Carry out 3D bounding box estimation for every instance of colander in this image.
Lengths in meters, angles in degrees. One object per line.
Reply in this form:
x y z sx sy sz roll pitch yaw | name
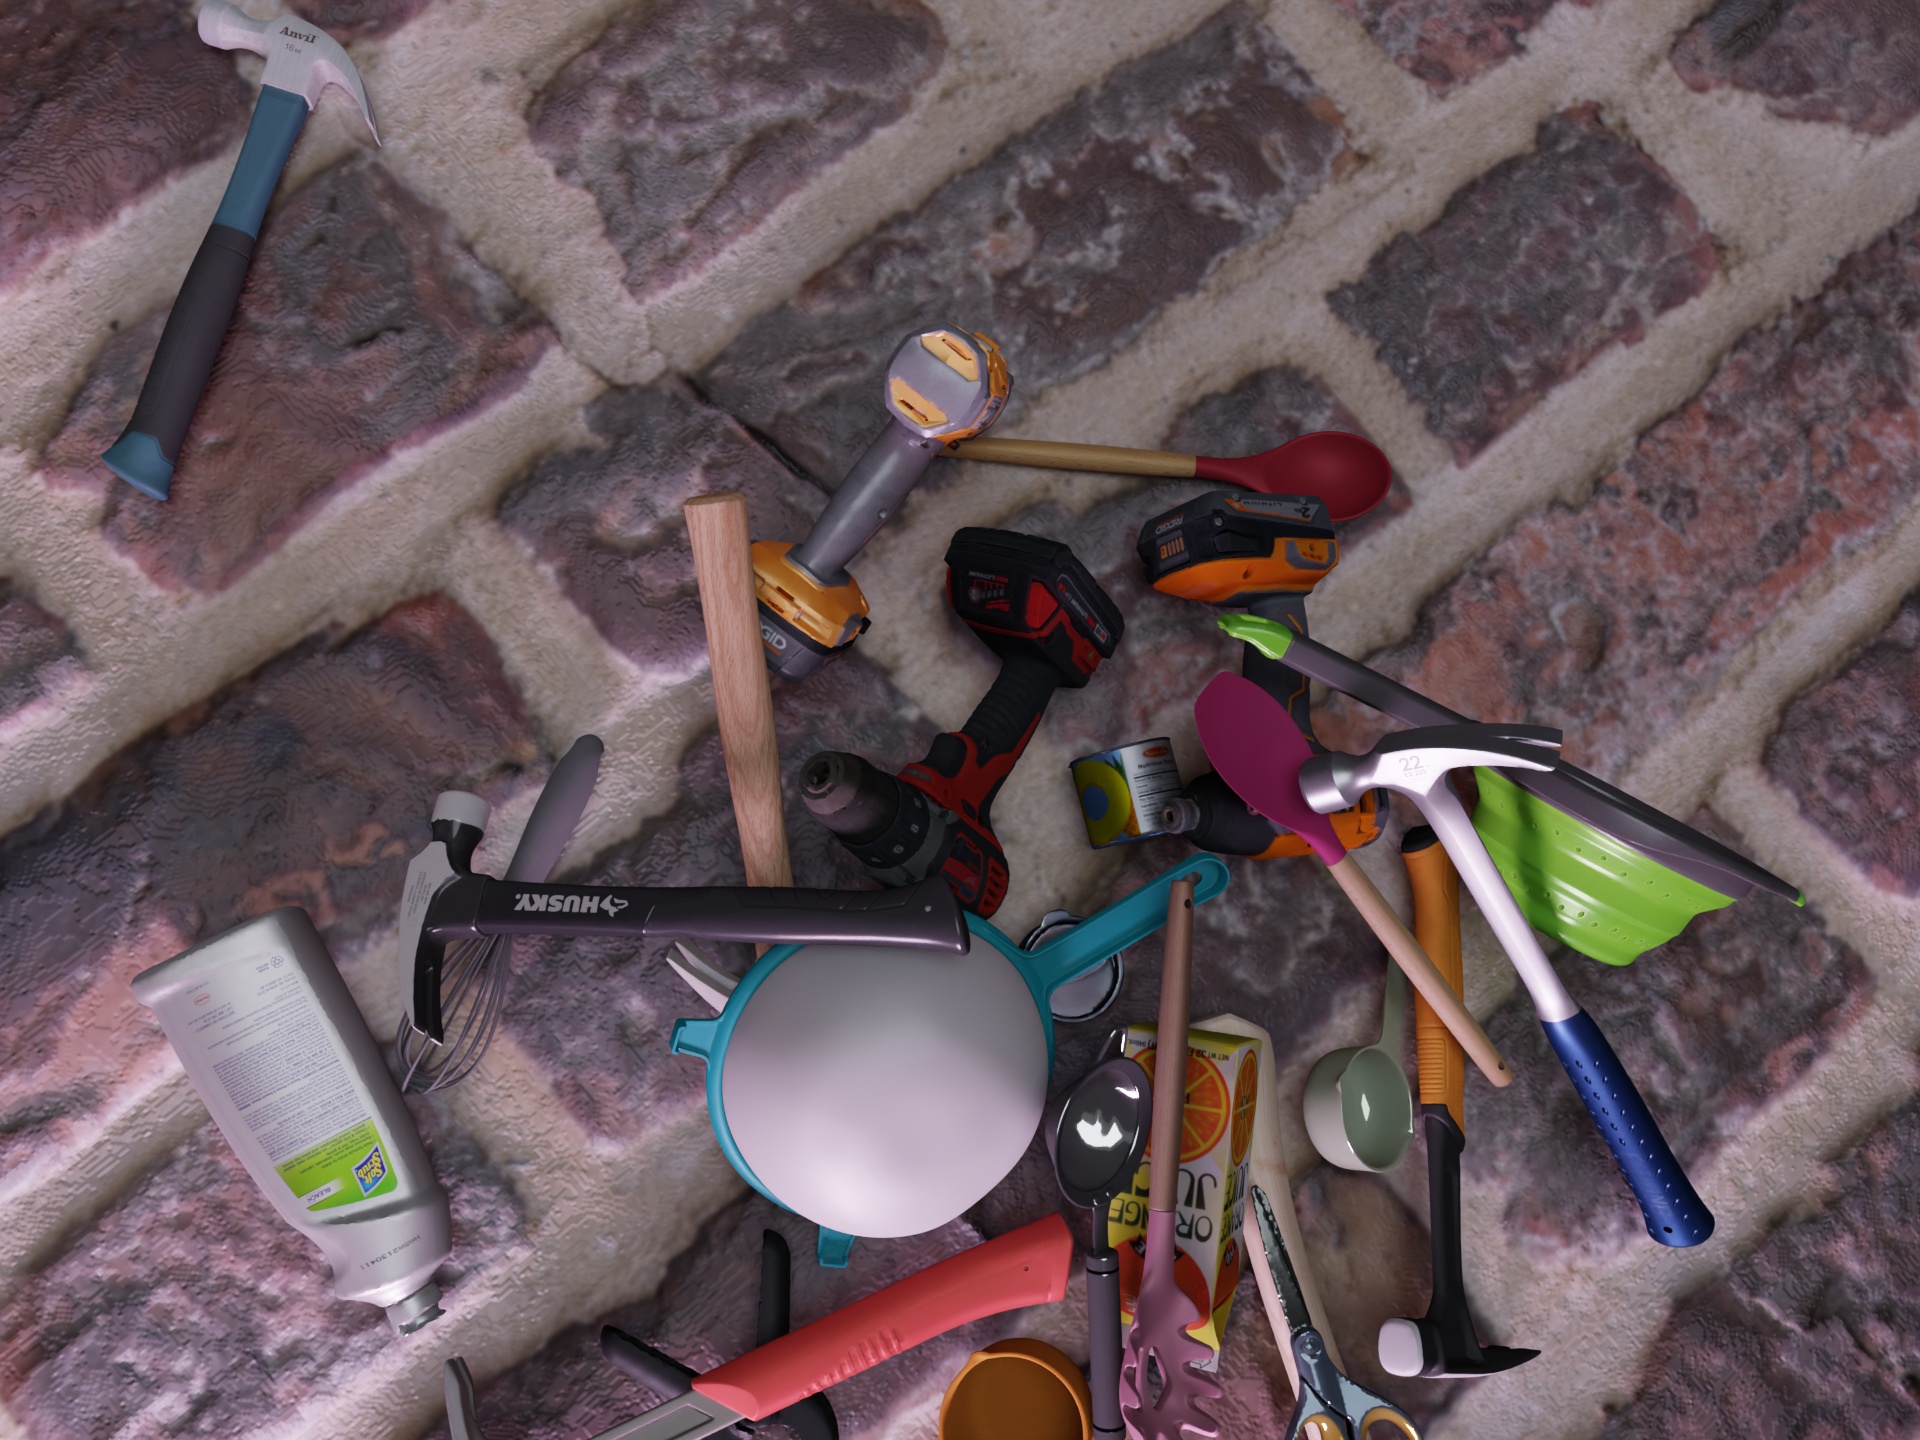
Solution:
0.314 0.053 0.971 0.397 0.205 0.094 25 101 -12 | colander

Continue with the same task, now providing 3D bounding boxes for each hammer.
0.358 0.166 0.946 0.405 0.144 0.035 55 42 -19 | hammer
0.204 0.385 0.976 0.146 0.038 0.411 -15 82 -8 | hammer
0.308 0.232 1.002 0.127 0.034 0.337 16 69 -37 | hammer
-0.104 0.361 0.905 0.359 0.036 0.149 -23 74 -9 | hammer
-0.470 -0.299 1.015 0.128 0.033 0.331 16 79 -3 | hammer
-0.158 0.113 0.891 0.335 0.035 0.146 0 62 12 | hammer
-0.123 0.033 0.929 0.130 0.031 0.331 -4 106 9 | hammer

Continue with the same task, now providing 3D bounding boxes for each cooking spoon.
0.240 0.102 0.956 0.318 0.017 0.069 51 58 -11 | cooking spoon

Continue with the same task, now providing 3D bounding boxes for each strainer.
0.077 0.296 0.896 0.086 0.050 0.258 -5 93 -45 | strainer
0.020 0.183 0.909 0.340 0.095 0.210 -30 111 -4 | strainer

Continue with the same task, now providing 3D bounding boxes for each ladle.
0.132 -0.172 1.071 0.315 0.031 0.069 4 70 -4 | ladle

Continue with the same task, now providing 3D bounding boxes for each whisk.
-0.274 0.114 0.958 0.055 0.055 0.239 24 74 -2 | whisk

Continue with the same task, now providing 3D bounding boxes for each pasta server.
0.120 0.248 0.894 0.060 0.040 0.316 9 81 -31 | pasta server

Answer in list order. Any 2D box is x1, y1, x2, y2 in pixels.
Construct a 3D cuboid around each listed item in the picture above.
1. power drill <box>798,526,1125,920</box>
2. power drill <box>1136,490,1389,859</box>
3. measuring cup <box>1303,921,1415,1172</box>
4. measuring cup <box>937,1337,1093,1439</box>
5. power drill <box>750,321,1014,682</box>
-0.002 -0.003 0.951 0.080 0.187 0.227 15 73 35 | power drill
0.180 -0.025 1.000 0.164 0.084 0.226 -3 80 -34 | power drill
0.258 0.205 1.015 0.083 0.038 0.168 38 55 -29 | measuring cup
0.000 0.429 0.940 0.173 0.052 0.095 -30 78 11 | measuring cup
-0.048 -0.141 0.980 0.084 0.185 0.226 37 103 1 | power drill
